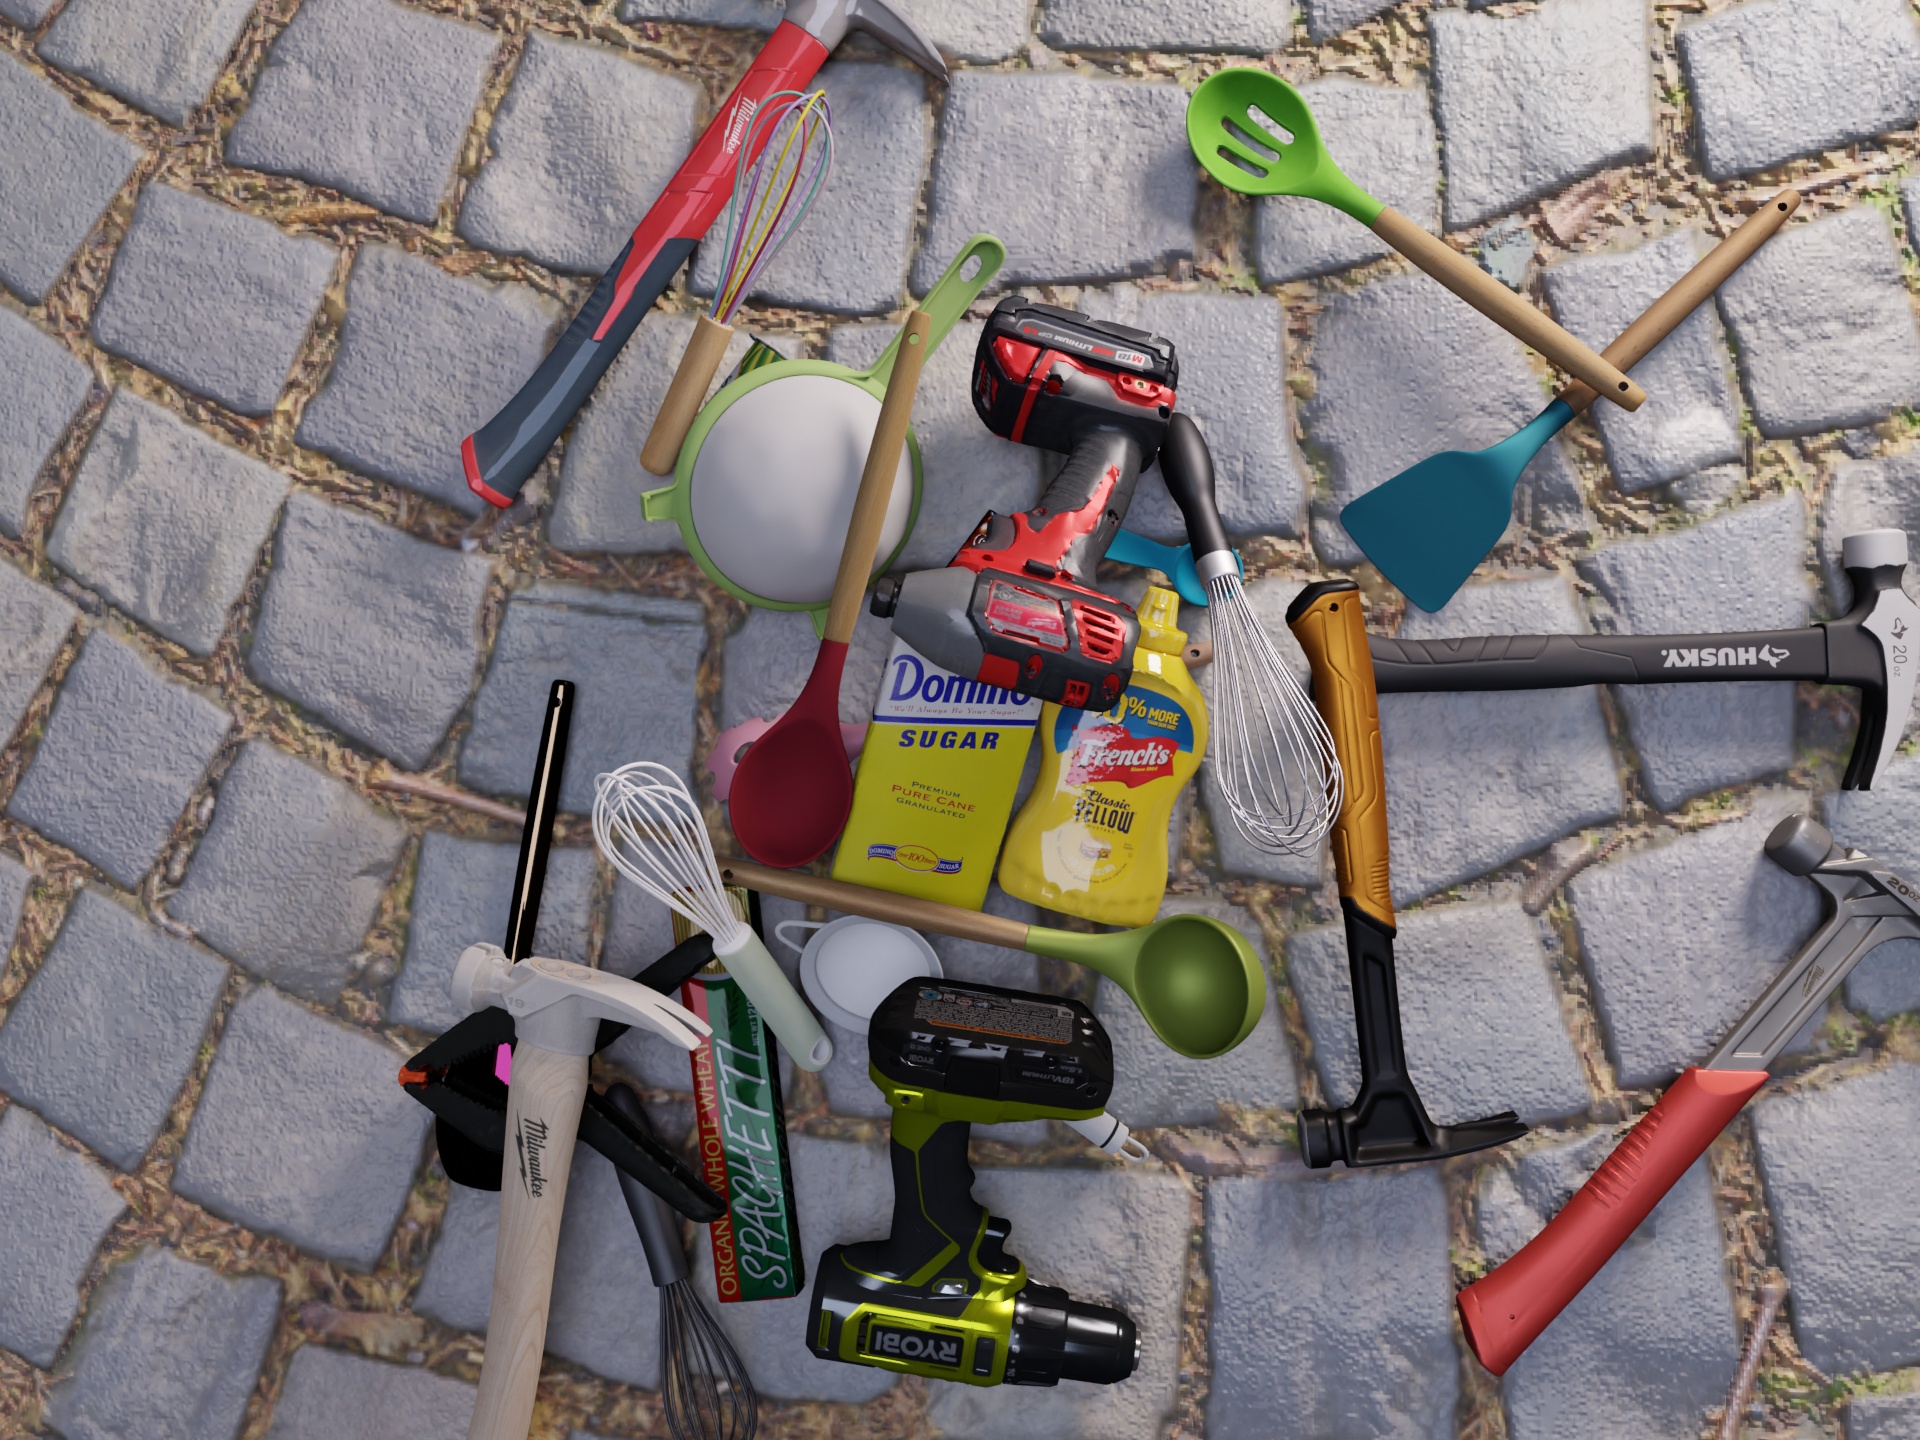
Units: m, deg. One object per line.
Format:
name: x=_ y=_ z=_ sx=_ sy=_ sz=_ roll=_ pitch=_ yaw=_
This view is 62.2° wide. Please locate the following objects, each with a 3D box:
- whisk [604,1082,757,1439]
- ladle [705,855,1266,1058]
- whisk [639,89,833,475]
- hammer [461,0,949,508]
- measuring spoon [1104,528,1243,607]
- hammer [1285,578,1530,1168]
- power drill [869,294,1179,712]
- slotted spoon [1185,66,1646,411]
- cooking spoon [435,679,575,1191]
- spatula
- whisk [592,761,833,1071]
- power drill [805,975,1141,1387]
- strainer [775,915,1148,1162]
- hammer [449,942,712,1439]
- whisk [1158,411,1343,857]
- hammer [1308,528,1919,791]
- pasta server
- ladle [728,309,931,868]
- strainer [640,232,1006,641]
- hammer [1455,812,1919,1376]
whisk: x=-0.173 y=0.333 z=0.951 sx=0.055 sy=0.055 sz=0.239 roll=-19 pitch=83 yaw=5
ladle: x=0.009 y=0.118 z=0.882 sx=0.320 sy=0.062 sz=0.078 roll=12 pitch=100 yaw=6
whisk: x=-0.136 y=-0.255 z=0.936 sx=0.051 sy=0.047 sz=0.245 roll=17 pitch=111 yaw=-30
hammer: x=-0.168 y=-0.285 z=0.970 sx=0.143 sy=0.038 sz=0.386 roll=36 pitch=92 yaw=4
measuring spoon: x=0.107 y=-0.098 z=0.952 sx=0.129 sy=0.021 sz=0.042 roll=19 pitch=79 yaw=15
hammer: x=0.237 y=0.086 z=0.904 sx=0.127 sy=0.034 sz=0.337 roll=-8 pitch=95 yaw=6
power drill: x=0.039 y=-0.118 z=0.878 sx=0.143 sy=0.078 sz=0.220 roll=15 pitch=65 yaw=-2
slotted spoon: x=0.261 y=-0.274 z=0.919 sx=0.314 sy=0.031 sz=0.070 roll=40 pitch=93 yaw=11
cooking spoon: x=-0.271 y=0.132 z=0.978 sx=0.069 sy=0.017 sz=0.319 roll=10 pitch=90 yaw=5
spatula: x=0.365 y=-0.197 z=0.925 sx=0.317 sy=0.044 sz=0.082 roll=-42 pitch=85 yaw=-2
whisk: x=-0.133 y=0.117 z=0.894 sx=0.059 sy=0.246 sz=0.058 roll=9 pitch=48 yaw=42
power drill: x=0.019 y=0.273 z=0.901 sx=0.190 sy=0.080 sz=0.228 roll=8 pitch=105 yaw=2
strainer: x=0.005 y=0.185 z=0.941 sx=0.258 sy=0.050 sz=0.087 roll=36 pitch=117 yaw=-1
hammer: x=-0.247 y=0.338 z=0.921 sx=0.146 sy=0.038 sz=0.410 roll=14 pitch=102 yaw=11
whisk: x=0.153 y=-0.055 z=0.892 sx=0.070 sy=0.070 sz=0.285 roll=-14 pitch=65 yaw=5
hammer: x=0.370 y=-0.029 z=0.913 sx=0.335 sy=0.035 sz=0.146 roll=-2 pitch=88 yaw=6
pasta server: x=-0.002 y=-0.003 z=0.954 sx=0.316 sy=0.040 sz=0.060 roll=-14 pitch=87 yaw=1
ladle: x=-0.064 y=-0.069 z=0.878 sx=0.069 sy=0.031 sz=0.315 roll=15 pitch=100 yaw=-4
strainer: x=-0.050 y=-0.166 z=0.901 sx=0.151 sy=0.069 sz=0.256 roll=35 pitch=96 yaw=-31
hammer: x=0.418 y=0.233 z=0.901 sx=0.149 sy=0.036 sz=0.359 roll=40 pitch=92 yaw=5
